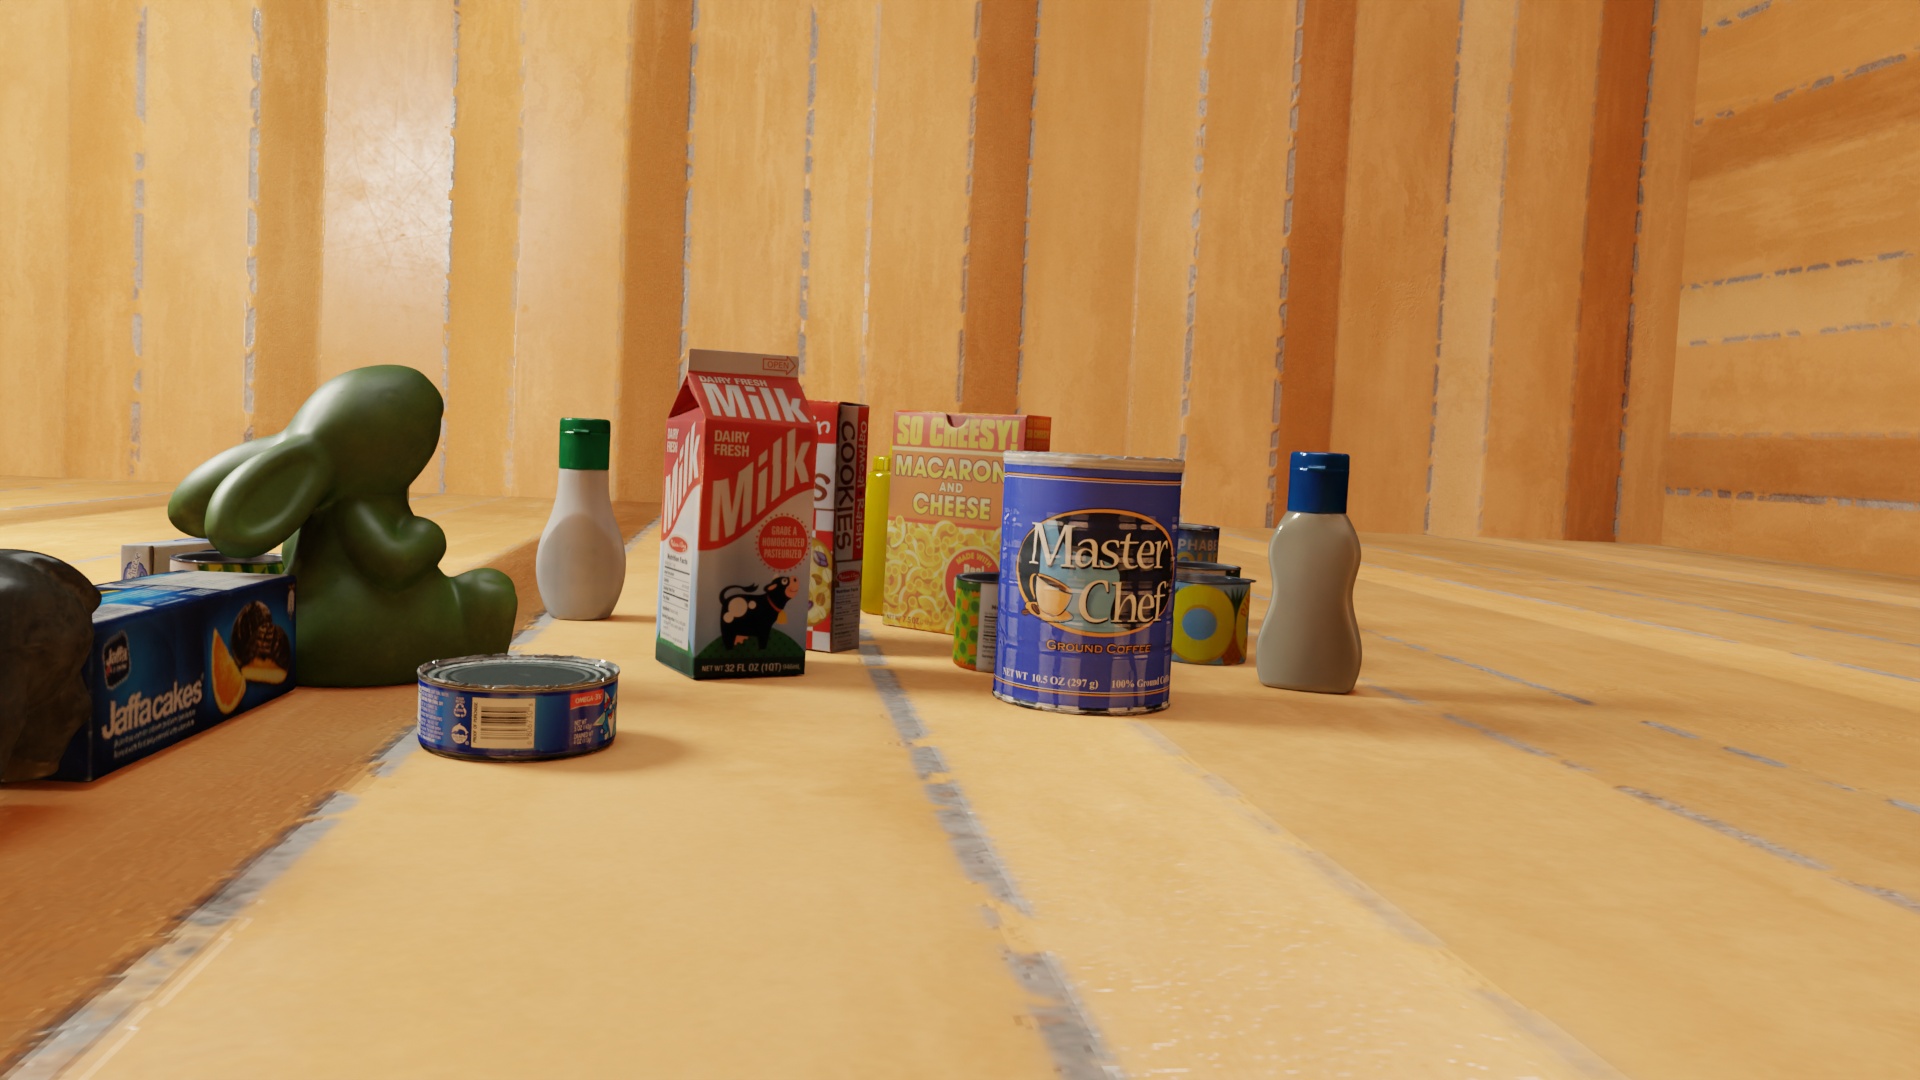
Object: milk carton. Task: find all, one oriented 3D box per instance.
[{"bbox_3d":[-0.134,-0.017,0.831,0.072,0.190,0.073,1,4,-30],"label":"milk carton"}]

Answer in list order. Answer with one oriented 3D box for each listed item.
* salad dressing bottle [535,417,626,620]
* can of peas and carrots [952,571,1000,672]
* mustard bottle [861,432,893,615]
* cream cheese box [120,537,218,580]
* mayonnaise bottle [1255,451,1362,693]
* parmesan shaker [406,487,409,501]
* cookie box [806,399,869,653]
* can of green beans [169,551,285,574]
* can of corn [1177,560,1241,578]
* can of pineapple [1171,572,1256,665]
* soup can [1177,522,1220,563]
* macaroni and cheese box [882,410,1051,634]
[{"bbox_3d":[-0.279,-0.016,1.026,0.064,0.147,0.044,2,3,-7],"label":"salad dressing bottle"},{"bbox_3d":[0.028,0.052,0.899,0.071,0.058,0.071,3,4,0],"label":"can of peas and carrots"},{"bbox_3d":[-0.054,-0.020,1.143,0.049,0.160,0.065,4,4,24],"label":"mustard bottle"},{"bbox_3d":[-0.517,0.025,0.932,0.024,0.053,0.104,3,4,7],"label":"cream cheese box"},{"bbox_3d":[0.221,0.019,0.868,0.065,0.148,0.041,4,3,19],"label":"mayonnaise bottle"},{"bbox_3d":[-0.446,-0.003,1.034,0.071,0.103,0.071,3,3,0],"label":"parmesan shaker"},{"bbox_3d":[-0.127,-0.014,0.952,0.123,0.167,0.040,5,4,28],"label":"cookie box"},{"bbox_3d":[-0.415,0.038,0.795,0.071,0.057,0.071,3,4,0],"label":"can of green beans"},{"bbox_3d":[0.184,0.047,1.083,0.071,0.058,0.071,3,4,0],"label":"can of corn"},{"bbox_3d":[0.171,0.054,0.974,0.071,0.058,0.071,3,4,0],"label":"can of pineapple"},{"bbox_3d":[0.185,0.028,1.177,0.071,0.083,0.071,3,4,0],"label":"soup can"},{"bbox_3d":[0.004,-0.013,1.043,0.123,0.166,0.040,5,4,35],"label":"macaroni and cheese box"}]
